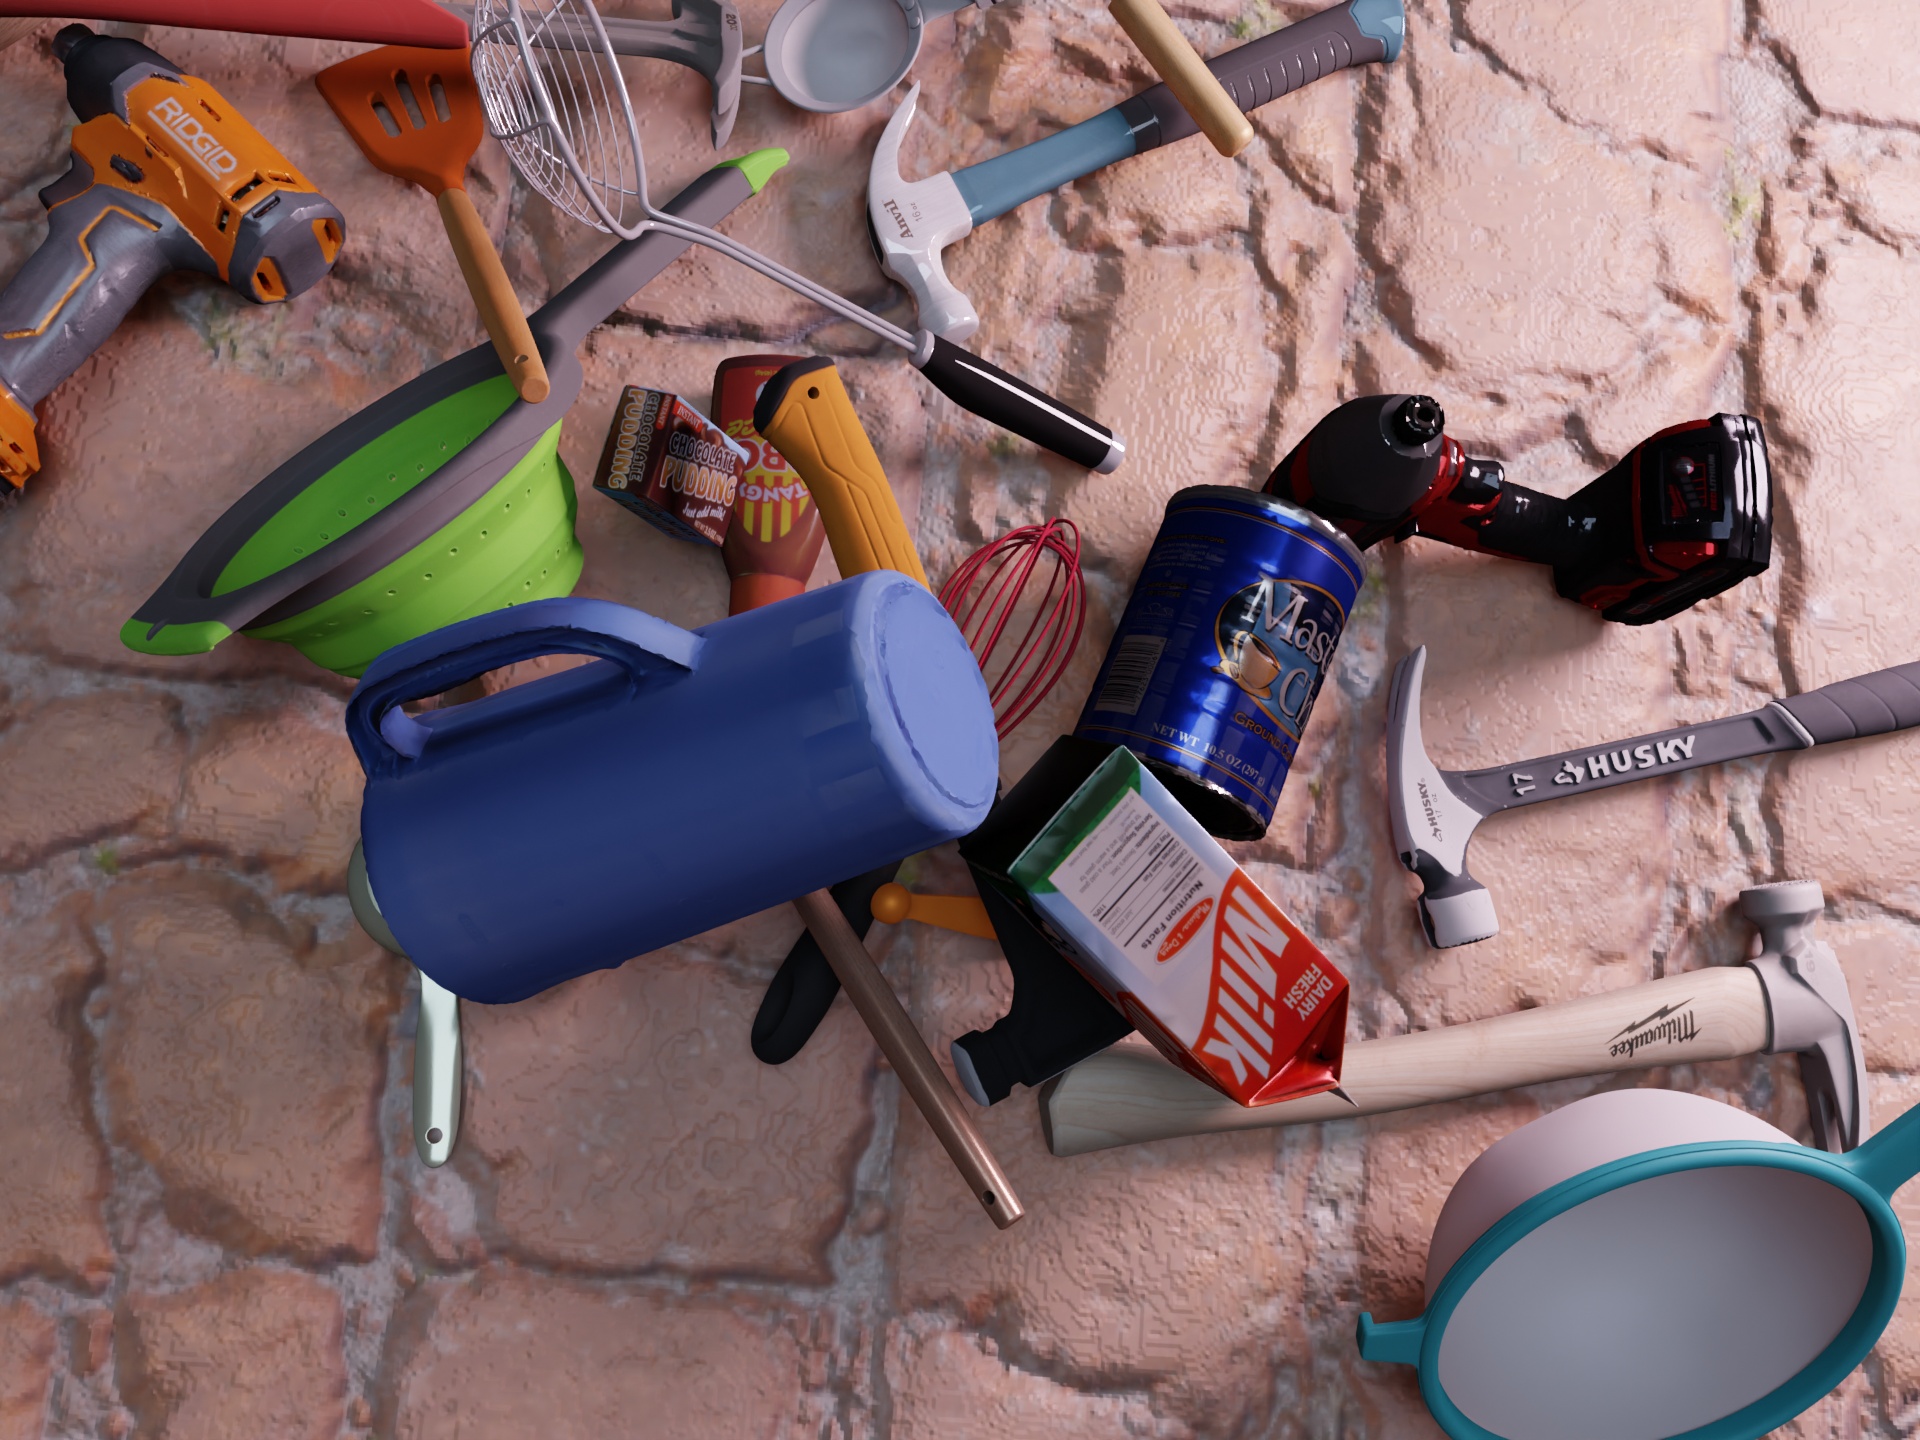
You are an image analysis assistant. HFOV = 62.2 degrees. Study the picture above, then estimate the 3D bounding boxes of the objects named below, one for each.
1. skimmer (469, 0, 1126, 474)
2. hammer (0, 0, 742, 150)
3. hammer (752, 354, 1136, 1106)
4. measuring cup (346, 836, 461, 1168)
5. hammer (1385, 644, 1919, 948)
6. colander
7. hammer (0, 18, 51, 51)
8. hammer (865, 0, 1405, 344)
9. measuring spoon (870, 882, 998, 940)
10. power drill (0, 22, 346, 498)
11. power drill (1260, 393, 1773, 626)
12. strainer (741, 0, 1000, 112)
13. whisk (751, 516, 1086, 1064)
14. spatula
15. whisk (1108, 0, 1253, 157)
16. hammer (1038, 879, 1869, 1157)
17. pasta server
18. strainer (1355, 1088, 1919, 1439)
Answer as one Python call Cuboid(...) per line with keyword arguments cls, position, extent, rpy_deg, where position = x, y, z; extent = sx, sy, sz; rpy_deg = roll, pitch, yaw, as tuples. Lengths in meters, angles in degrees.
Cuboid(cls="skimmer", position=(-0.053, -0.217, 0.721), extent=(0.363, 0.090, 0.127), rpy_deg=(23, 39, -26))
Cuboid(cls="hammer", position=(-0.285, -0.332, 0.755), extent=(0.359, 0.036, 0.149), rpy_deg=(1, 45, -11))
Cuboid(cls="hammer", position=(-0.001, -0.002, 0.709), extent=(0.127, 0.034, 0.336), rpy_deg=(-25, 100, -16))
Cuboid(cls="measuring cup", position=(-0.238, 0.116, 0.717), extent=(0.083, 0.038, 0.168), rpy_deg=(-2, 77, -8))
Cuboid(cls="hammer", position=(0.411, 0.002, 0.829), extent=(0.409, 0.036, 0.149), rpy_deg=(-12, 80, -10))
Cuboid(cls="colander", position=(-0.192, -0.133, 0.745), extent=(0.397, 0.205, 0.094), rpy_deg=(-51, 125, -29))
Cuboid(cls="hammer", position=(-0.485, -0.335, 0.778), extent=(0.331, 0.031, 0.130), rpy_deg=(-43, 87, -13))
Cuboid(cls="hammer", position=(0.099, -0.319, 0.851), extent=(0.331, 0.033, 0.128), rpy_deg=(-27, 85, -12))
Cuboid(cls="measuring spoon", position=(0.012, 0.094, 0.748), extent=(0.116, 0.011, 0.021), rpy_deg=(12, 97, -28))
Cuboid(cls="power drill", position=(-0.429, -0.219, 0.740), extent=(0.164, 0.084, 0.226), rpy_deg=(44, 73, 4))
Cuboid(cls="power drill", position=(0.270, -0.110, 0.778), extent=(0.219, 0.143, 0.079), rpy_deg=(7, 76, -9))
Cuboid(cls="strainer", position=(0.004, -0.367, 0.808), extent=(0.258, 0.050, 0.087), rpy_deg=(-17, 72, 16))
Cuboid(cls="whisk", position=(-0.019, 0.030, 0.756), extent=(0.073, 0.073, 0.296), rpy_deg=(29, 82, -1))
Cuboid(cls="spatula", position=(-0.230, -0.234, 0.724), extent=(0.081, 0.041, 0.323), rpy_deg=(-22, 46, -11))
Cuboid(cls="whisk", position=(0.070, -0.392, 0.821), extent=(0.051, 0.047, 0.245), rpy_deg=(-38, 91, -14))
Cuboid(cls="hammer", position=(0.243, 0.175, 0.772), extent=(0.410, 0.038, 0.146), rpy_deg=(-7, 81, -8))
Cuboid(cls="pasta server", position=(-0.067, 0.087, 0.709), extent=(0.060, 0.040, 0.316), rpy_deg=(-43, 67, 21))
Cuboid(cls="strainer", position=(0.339, 0.195, 0.696), extent=(0.210, 0.095, 0.340), rpy_deg=(37, 109, -24))
